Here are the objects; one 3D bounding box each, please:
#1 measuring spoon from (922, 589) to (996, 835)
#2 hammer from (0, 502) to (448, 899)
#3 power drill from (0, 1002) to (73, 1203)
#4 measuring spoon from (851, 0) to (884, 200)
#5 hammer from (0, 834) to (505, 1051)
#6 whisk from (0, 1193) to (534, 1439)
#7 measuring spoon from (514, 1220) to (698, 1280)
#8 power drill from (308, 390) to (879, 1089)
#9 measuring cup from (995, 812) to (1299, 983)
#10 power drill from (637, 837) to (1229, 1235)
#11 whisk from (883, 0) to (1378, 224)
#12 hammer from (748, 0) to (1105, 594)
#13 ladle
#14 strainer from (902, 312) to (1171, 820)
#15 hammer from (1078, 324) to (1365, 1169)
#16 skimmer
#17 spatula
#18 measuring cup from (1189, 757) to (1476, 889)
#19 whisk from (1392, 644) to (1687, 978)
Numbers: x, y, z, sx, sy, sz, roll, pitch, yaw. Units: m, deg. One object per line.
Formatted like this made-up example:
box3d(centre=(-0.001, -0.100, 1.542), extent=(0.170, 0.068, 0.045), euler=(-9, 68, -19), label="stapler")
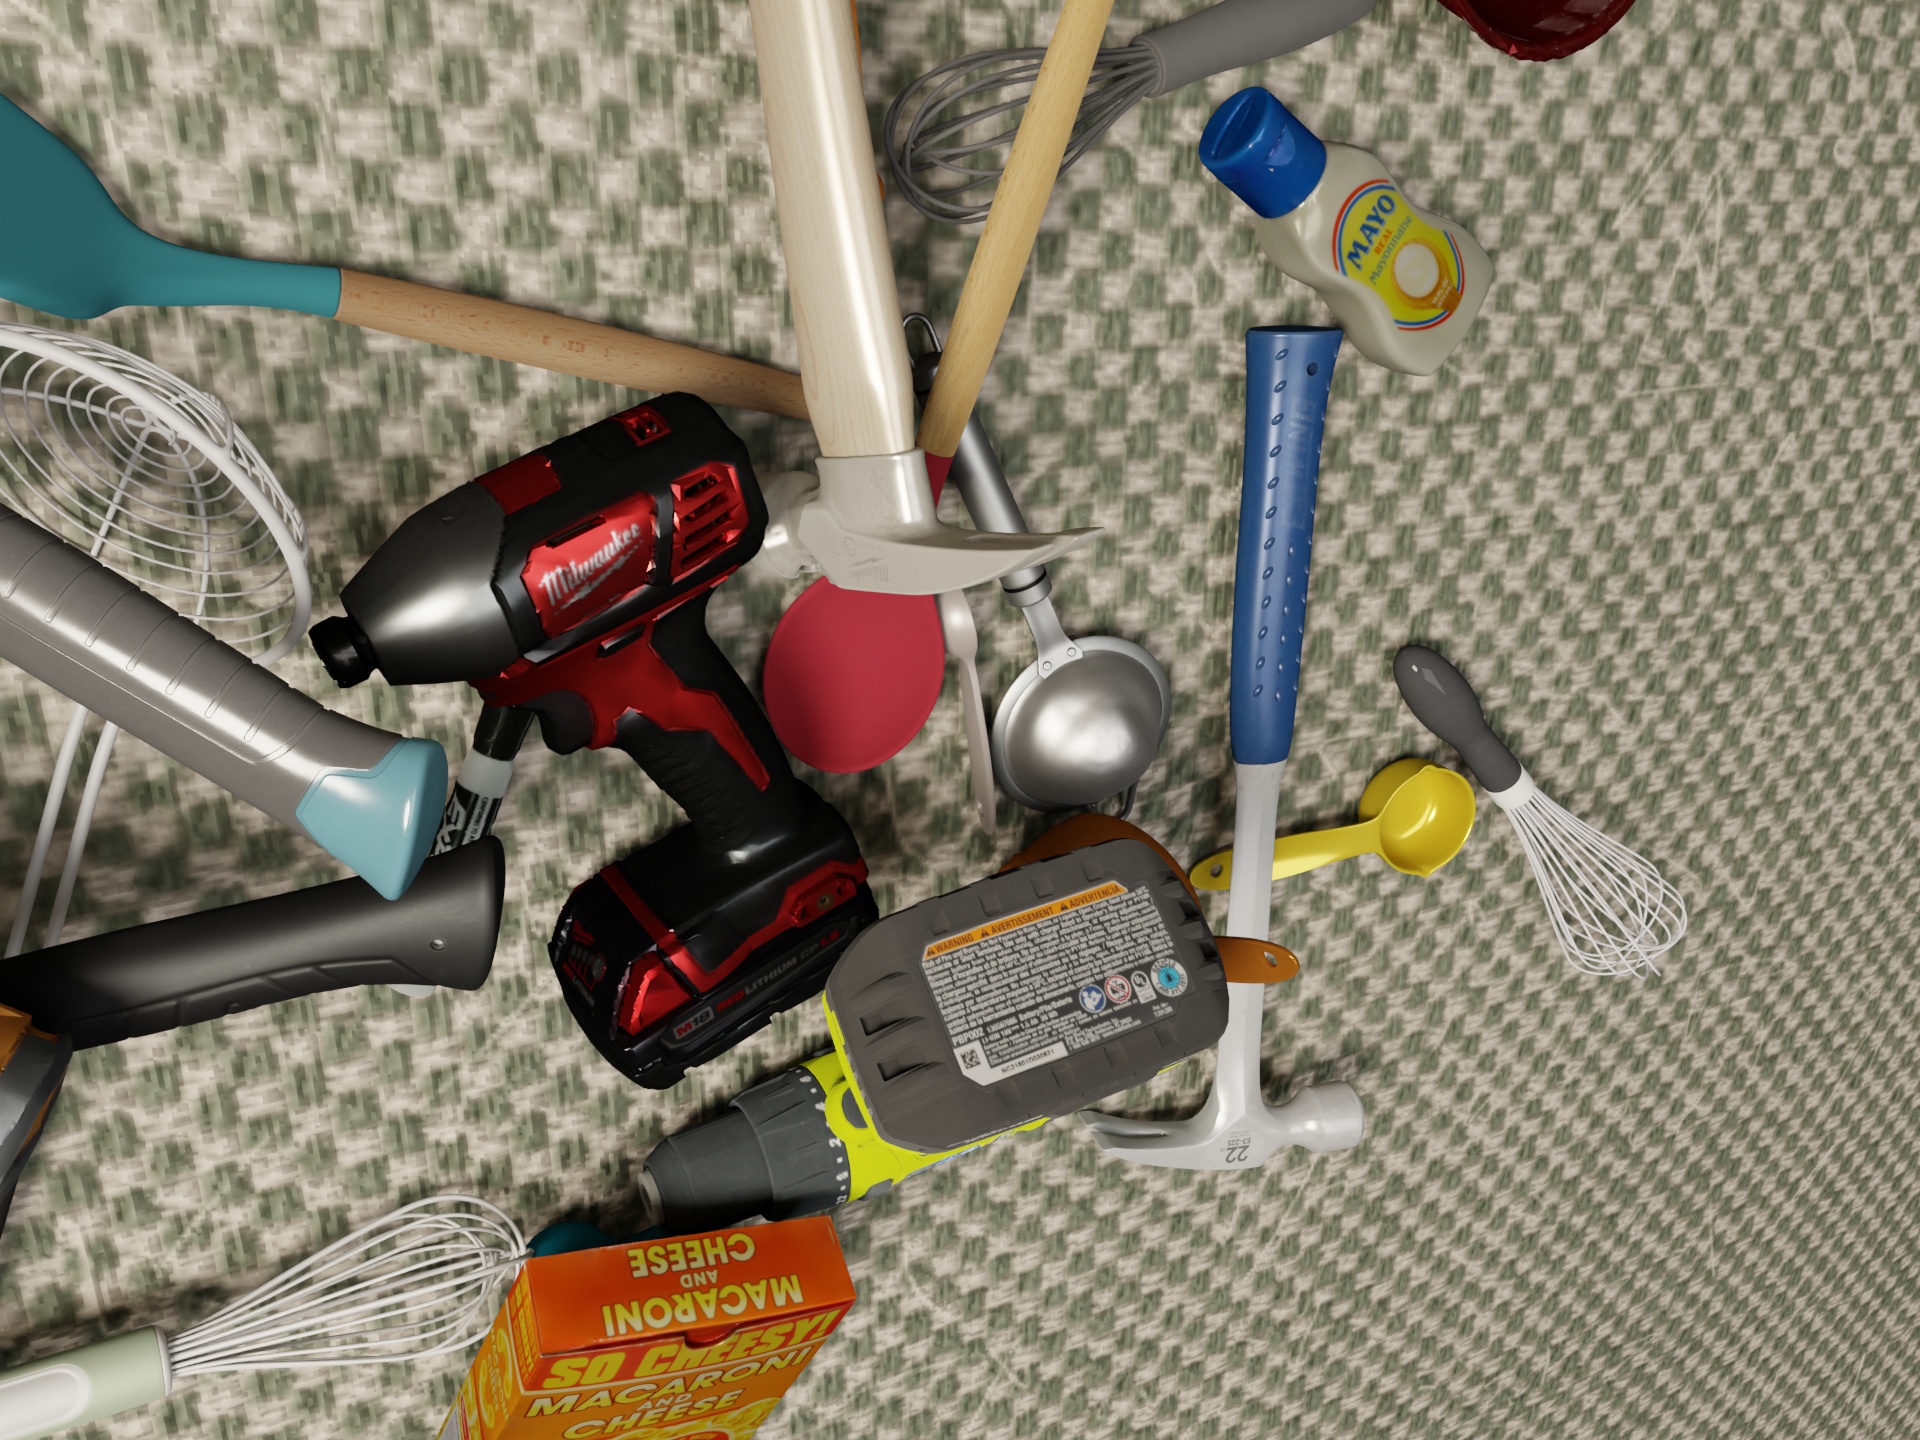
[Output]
box3d(centre=(-0.001, -0.002, 0.653), extent=(0.018, 0.034, 0.124), euler=(-17, 122, -14), label="measuring spoon")
box3d(centre=(-0.272, -0.059, 0.387), extent=(0.331, 0.033, 0.128), euler=(34, 109, -12), label="hammer")
box3d(centre=(-0.358, 0.134, 0.395), extent=(0.185, 0.084, 0.226), euler=(29, 105, -21), label="power drill")
box3d(centre=(-0.042, -0.232, 0.547), extent=(0.021, 0.011, 0.116), euler=(-20, 118, -23), label="measuring spoon")
box3d(centre=(-0.292, 0.082, 0.443), extent=(0.334, 0.035, 0.146), euler=(-13, 119, -4), label="hammer")
box3d(centre=(-0.270, 0.221, 0.554), extent=(0.246, 0.059, 0.058), euler=(-8, 80, -33), label="whisk")
box3d(centre=(-0.125, 0.203, 0.662), extent=(0.128, 0.042, 0.021), euler=(-16, 91, -33), label="measuring spoon")
box3d(centre=(-0.115, 0.012, 0.541), extent=(0.143, 0.079, 0.219), euler=(-30, 128, -21), label="power drill")
box3d(centre=(0.086, 0.080, 0.650), extent=(0.052, 0.174, 0.095), euler=(-37, 107, -31), label="measuring cup")
box3d(centre=(-0.017, 0.134, 0.603), extent=(0.190, 0.228, 0.080), euler=(-15, 71, -26), label="power drill")
box3d(centre=(0.072, -0.241, 0.591), extent=(0.239, 0.055, 0.055), euler=(-30, 121, -22), label="whisk")
box3d(centre=(-0.045, -0.239, 0.463), extent=(0.038, 0.146, 0.410), euler=(-22, 111, -38), label="hammer")
box3d(centre=(-0.002, -0.120, 0.566), extent=(0.069, 0.031, 0.315), euler=(14, 116, -15), label="ladle")
box3d(centre=(0.030, -0.047, 0.647), extent=(0.087, 0.050, 0.258), euler=(-30, 118, -7), label="strainer")
box3d(centre=(0.132, 0.028, 0.728), extent=(0.144, 0.035, 0.405), euler=(-5, 109, -16), label="hammer")
box3d(centre=(-0.288, 0.062, 0.471), extent=(0.127, 0.090, 0.363), euler=(19, 102, -7), label="skimmer")
box3d(centre=(-0.164, -0.132, 0.493), extent=(0.317, 0.082, 0.044), euler=(5, 149, -36), label="spatula")
box3d(centre=(0.181, 0.056, 0.789), extent=(0.156, 0.029, 0.062), euler=(-12, 112, -13), label="measuring cup")
box3d(centre=(0.303, 0.053, 0.838), extent=(0.070, 0.070, 0.284), euler=(-50, 120, -5), label="whisk")
